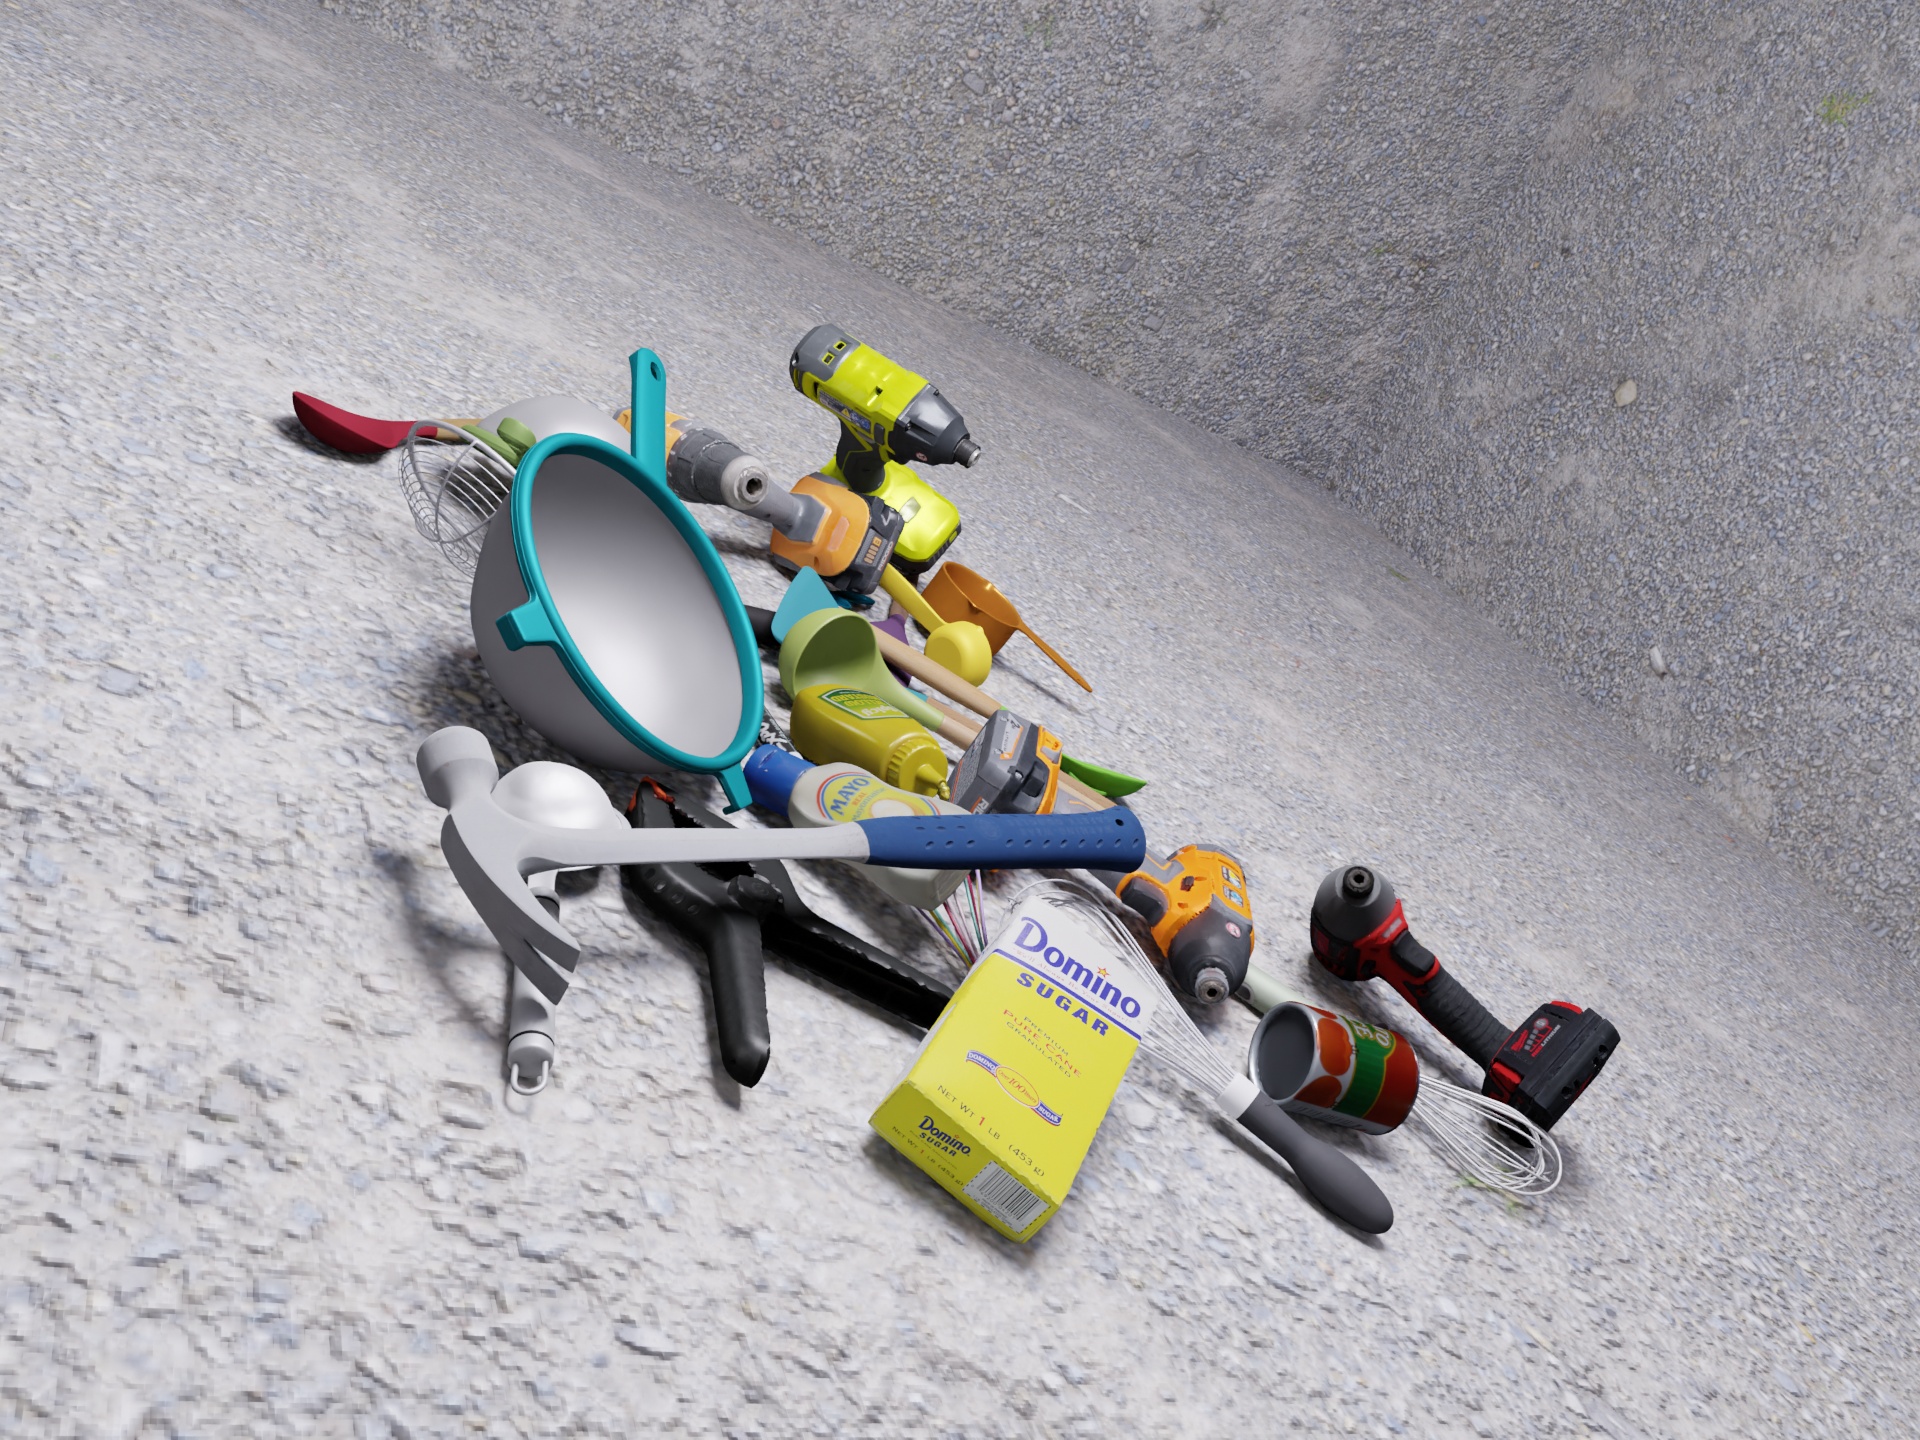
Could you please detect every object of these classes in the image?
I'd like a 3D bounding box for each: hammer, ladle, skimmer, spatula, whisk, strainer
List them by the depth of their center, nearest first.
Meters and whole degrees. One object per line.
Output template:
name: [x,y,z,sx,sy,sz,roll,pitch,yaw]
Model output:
strainer: [-0.196,0.081,0.749,0.087,0.050,0.259,6,31,-16]
hammer: [-0.060,0.067,0.812,0.405,0.035,0.144,3,40,-38]
whisk: [0.011,0.129,0.920,0.047,0.051,0.245,24,24,-33]
whisk: [0.135,0.195,0.921,0.285,0.070,0.070,40,22,11]
strainer: [-0.218,-0.099,0.956,0.210,0.095,0.341,44,27,-43]
whisk: [0.283,0.232,1.052,0.246,0.057,0.059,32,50,16]
skimmer: [-0.216,-0.116,1.106,0.127,0.090,0.363,5,-4,43]
strainer: [-0.277,-0.197,1.107,0.151,0.069,0.256,29,-4,-5]
ladle: [0.009,0.017,1.159,0.320,0.078,0.062,31,4,-17]
spatula: [-0.002,-0.004,1.207,0.317,0.044,0.082,30,44,-8]
ladle: [-0.387,-0.223,1.209,0.069,0.031,0.315,34,19,12]
spatula: [-0.055,-0.095,1.382,0.059,0.018,0.316,34,20,-9]

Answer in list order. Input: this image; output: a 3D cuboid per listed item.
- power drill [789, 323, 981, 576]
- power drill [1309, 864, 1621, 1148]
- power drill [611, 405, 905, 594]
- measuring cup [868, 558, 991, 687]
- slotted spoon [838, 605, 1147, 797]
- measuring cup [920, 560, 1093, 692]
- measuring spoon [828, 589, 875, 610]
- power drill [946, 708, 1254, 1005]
power drill: [-0.059,-0.222,1.360,0.171,0.080,0.223,34,-20,12]
power drill: [0.340,0.187,1.116,0.220,0.078,0.143,40,-15,27]
power drill: [-0.149,-0.174,1.257,0.226,0.084,0.185,23,3,-43]
measuring cup: [-0.037,-0.084,1.310,0.157,0.062,0.029,46,36,21]
slotted spoon: [0.006,-0.019,1.255,0.313,0.031,0.070,31,0,-3]
measuring cup: [0.037,-0.066,1.403,0.173,0.052,0.095,41,19,-4]
measuring spoon: [-0.100,-0.096,1.333,0.042,0.021,0.128,30,11,13]
power drill: [0.097,0.098,1.059,0.226,0.084,0.164,32,21,-7]
